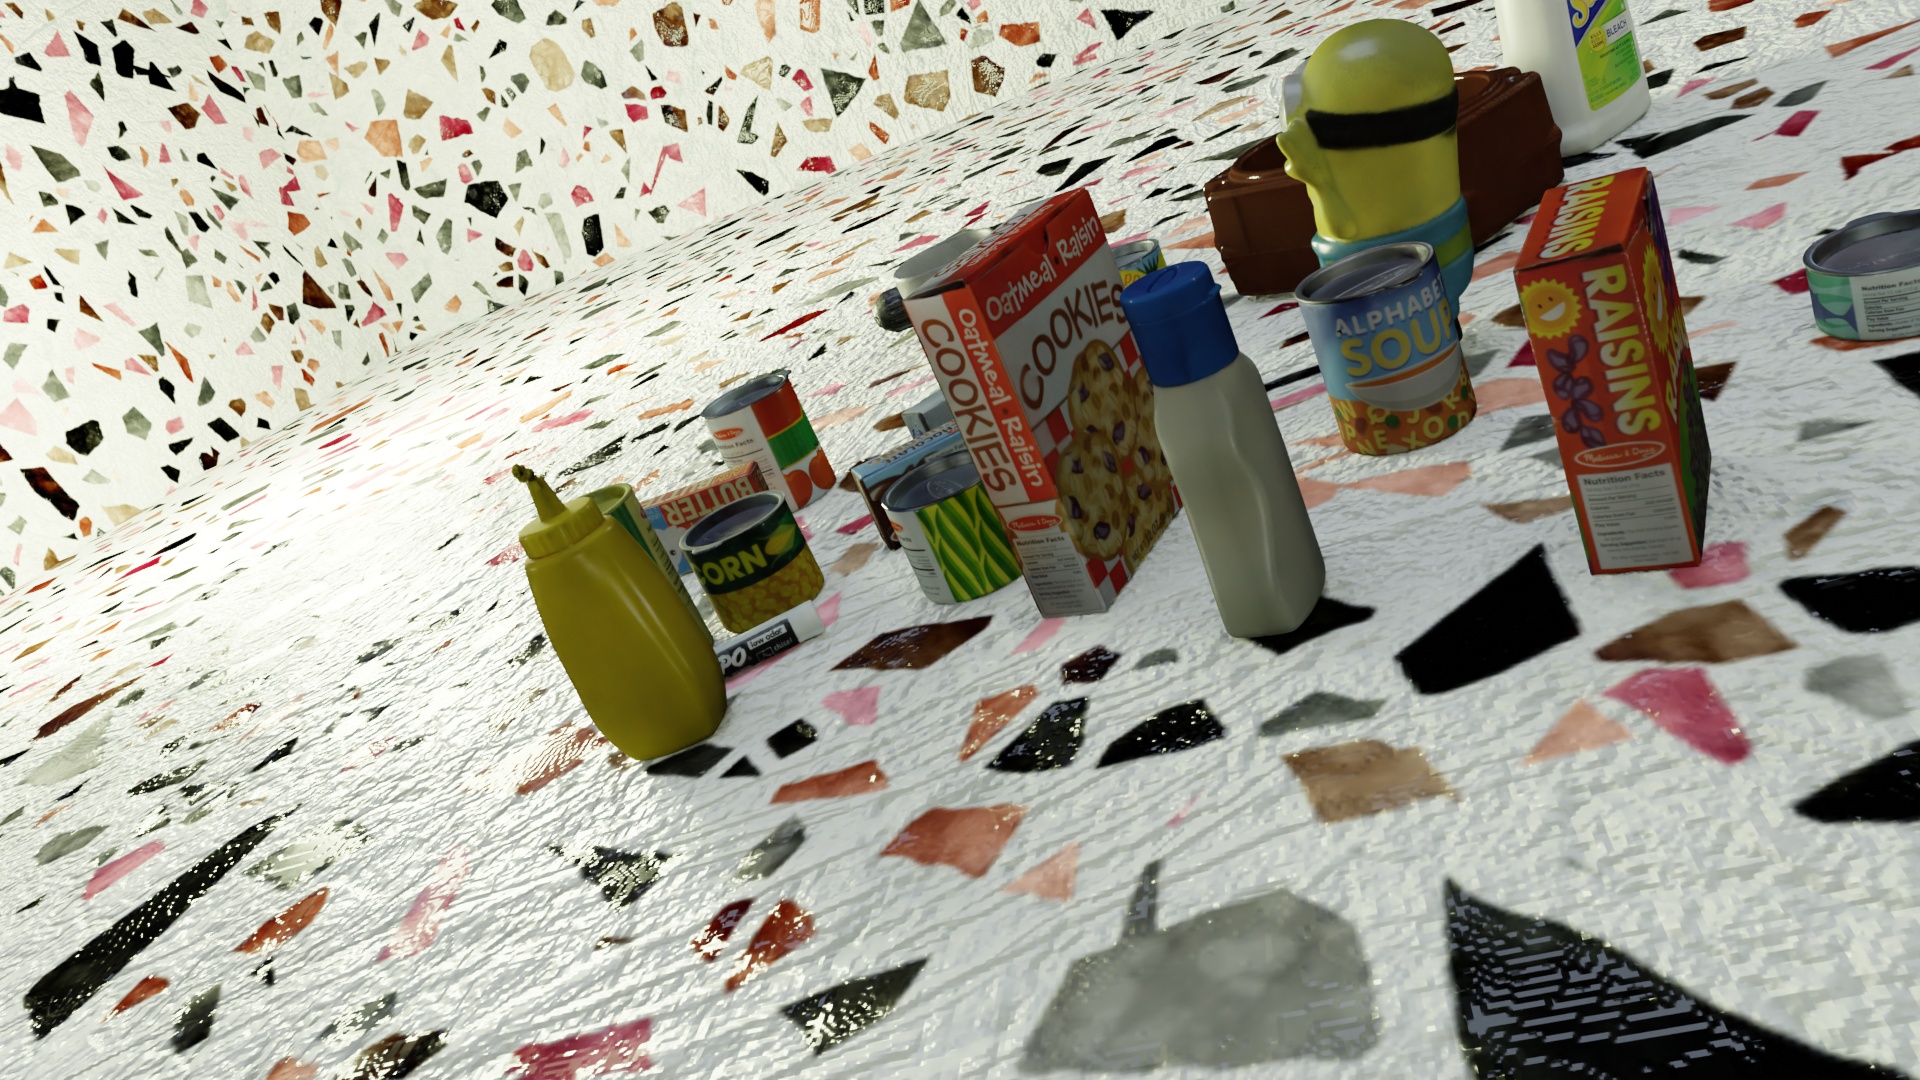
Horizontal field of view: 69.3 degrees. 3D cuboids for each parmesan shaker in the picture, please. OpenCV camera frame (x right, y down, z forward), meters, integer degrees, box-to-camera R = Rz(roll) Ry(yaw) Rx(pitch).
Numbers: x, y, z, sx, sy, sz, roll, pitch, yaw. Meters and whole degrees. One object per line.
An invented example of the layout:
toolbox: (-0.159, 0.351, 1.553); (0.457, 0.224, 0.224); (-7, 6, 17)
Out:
parmesan shaker: (-0.189, 0.029, 0.773); (0.071, 0.102, 0.071); (-21, 21, 9)

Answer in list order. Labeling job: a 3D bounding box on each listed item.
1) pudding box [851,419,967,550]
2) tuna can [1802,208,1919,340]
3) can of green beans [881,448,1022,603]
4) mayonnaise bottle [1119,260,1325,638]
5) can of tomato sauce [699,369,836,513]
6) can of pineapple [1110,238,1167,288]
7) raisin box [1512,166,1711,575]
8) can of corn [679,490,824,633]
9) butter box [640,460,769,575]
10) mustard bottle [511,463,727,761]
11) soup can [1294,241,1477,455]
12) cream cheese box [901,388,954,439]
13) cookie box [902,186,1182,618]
pudding box: (-0.017, -0.036, 0.820); (0.084, 0.049, 0.030); (-28, 21, -9)
tuna can: (0.396, -0.114, 0.588); (0.071, 0.032, 0.071); (-21, 21, 8)
can of green beans: (0.000, -0.008, 0.723); (0.071, 0.057, 0.071); (-21, 21, 9)
mayonnaise bottle: (0.105, -0.037, 0.554); (0.041, 0.147, 0.065); (-11, 24, 31)
can of tomato sauce: (-0.131, -0.066, 0.967); (0.071, 0.083, 0.071); (-21, 21, 9)
can of pineapple: (0.120, -0.177, 0.998); (0.071, 0.057, 0.071); (-21, 21, 9)
raisin box: (0.240, -0.062, 0.504); (0.040, 0.123, 0.086); (-9, 26, 36)
can of corn: (-0.120, 0.013, 0.800); (0.071, 0.058, 0.071); (-21, 21, 9)
butter box: (-0.171, -0.011, 0.919); (0.103, 0.053, 0.024); (-19, 21, 13)
mustard bottle: (-0.171, 0.030, 0.672); (0.065, 0.159, 0.049); (-20, 21, 11)
soup can: (0.206, -0.091, 0.666); (0.071, 0.083, 0.071); (-21, 21, 9)
cream cheese box: (0.015, -0.083, 0.892); (0.104, 0.053, 0.024); (-36, 23, -28)
cookie box: (0.050, -0.067, 0.658); (0.040, 0.167, 0.123); (-8, 26, 37)
